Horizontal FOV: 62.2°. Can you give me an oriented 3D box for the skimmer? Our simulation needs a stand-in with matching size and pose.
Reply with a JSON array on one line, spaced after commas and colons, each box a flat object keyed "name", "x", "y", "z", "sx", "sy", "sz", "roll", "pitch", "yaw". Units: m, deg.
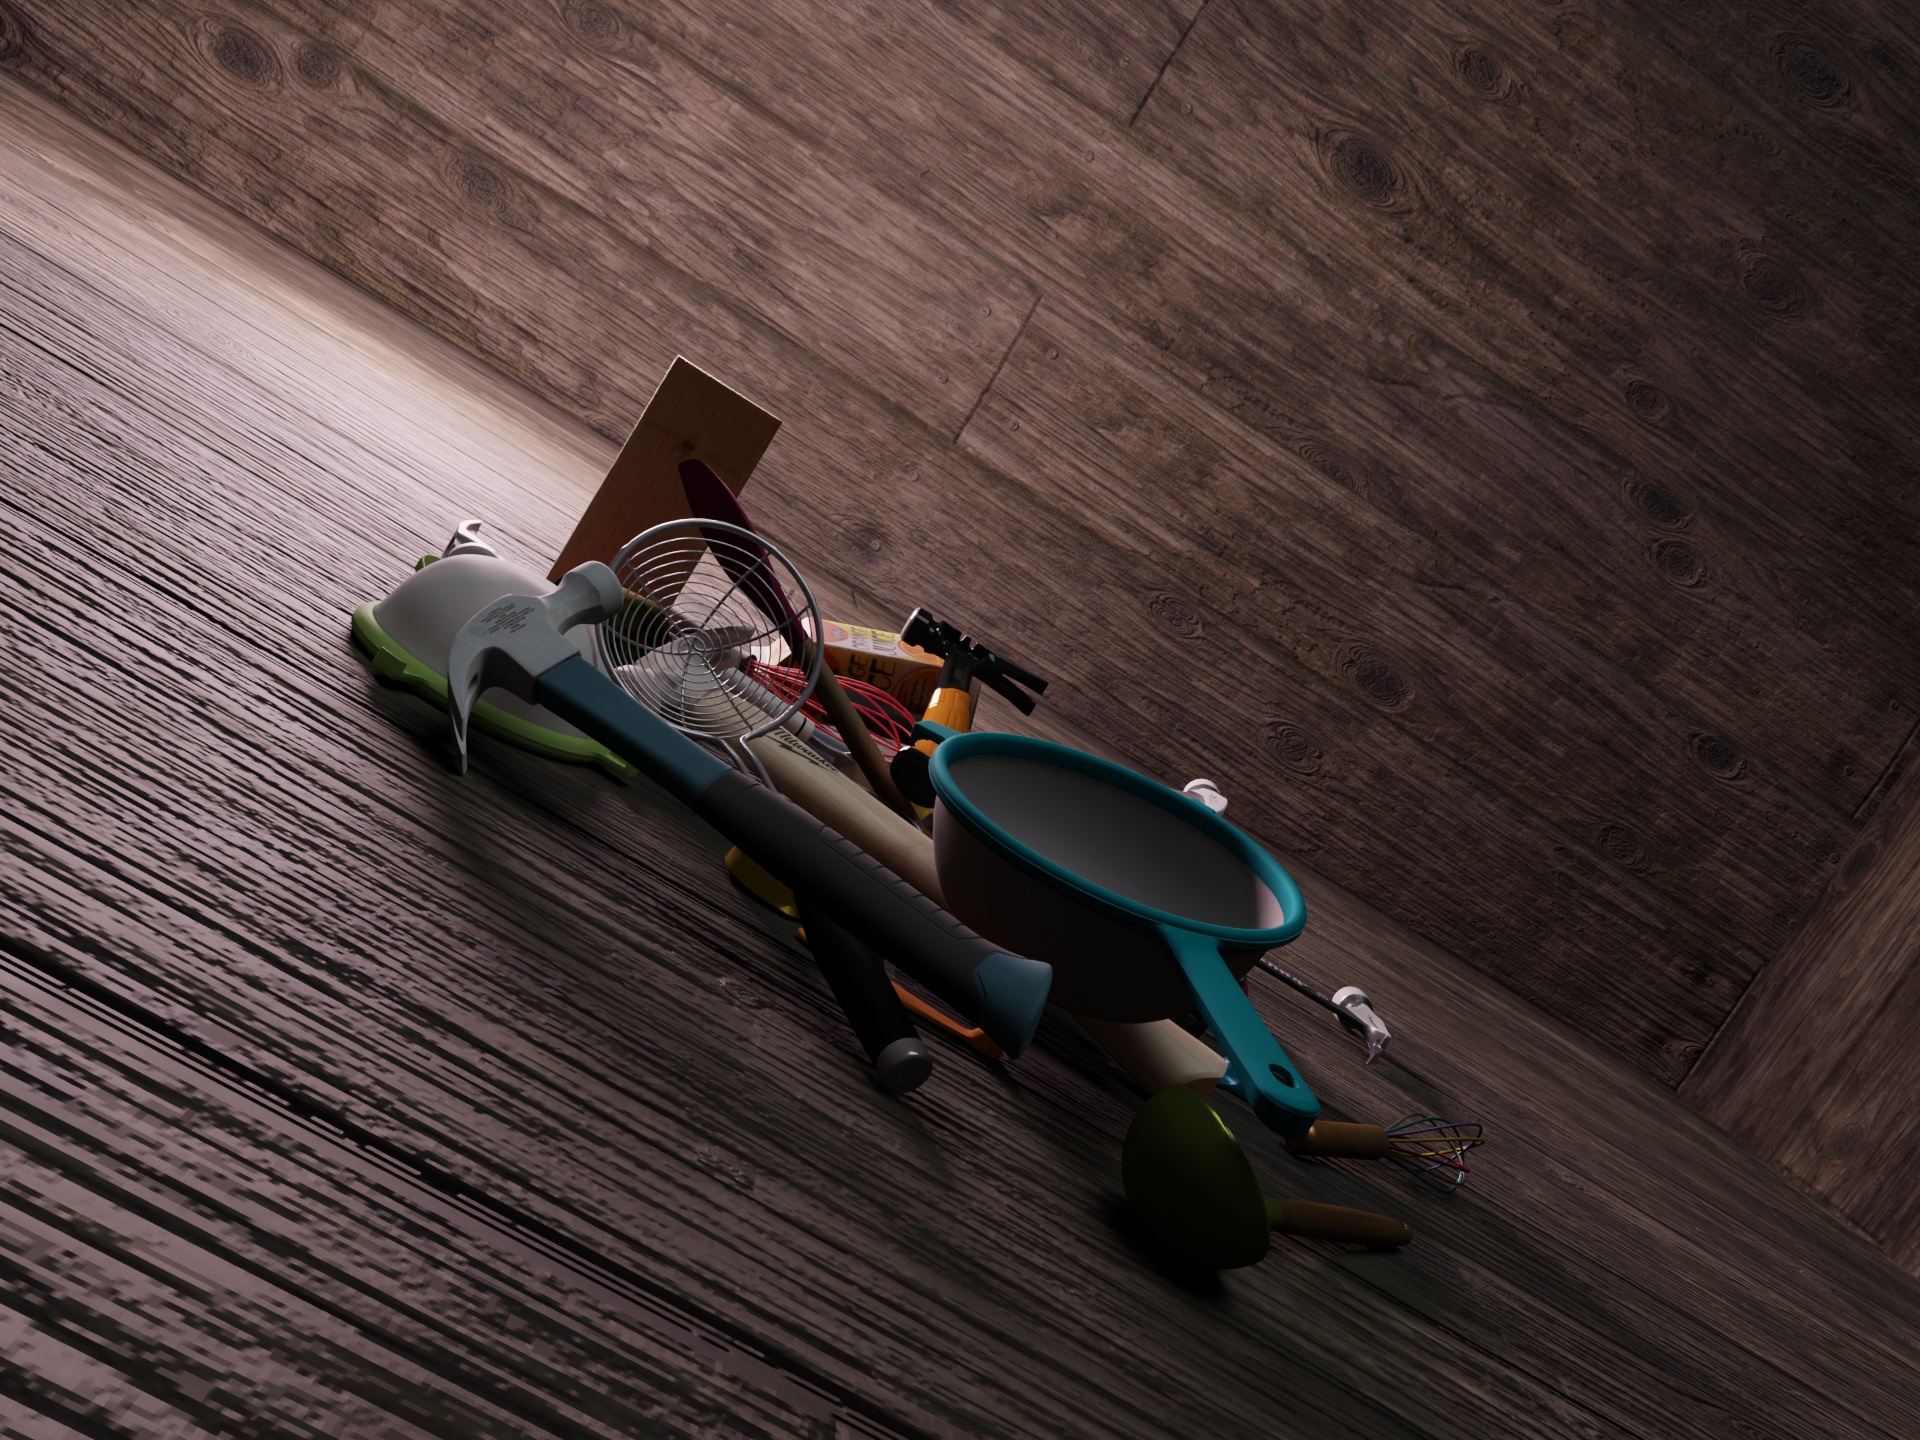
[{"name": "skimmer", "x": -0.085, "y": 0.022, "z": 0.766, "sx": 0.127, "sy": 0.090, "sz": 0.364, "roll": -2, "pitch": 33, "yaw": -26}]

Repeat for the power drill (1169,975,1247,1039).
[{"name": "power drill", "x": 0.134, "y": 0.157, "z": 1.098, "sx": 0.143, "sy": 0.078, "sz": 0.219, "roll": 33, "pitch": 3, "yaw": 8}]

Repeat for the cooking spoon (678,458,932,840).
[{"name": "cooking spoon", "x": -0.091, "y": -0.029, "z": 1.020, "sx": 0.069, "sy": 0.017, "sz": 0.318, "roll": 4, "pitch": -52, "yaw": 56}]

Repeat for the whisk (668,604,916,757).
[{"name": "whisk", "x": -0.153, "y": -0.034, "z": 1.261, "sx": 0.296, "sy": 0.073, "sz": 0.073, "roll": 28, "pitch": 4, "yaw": 19}]

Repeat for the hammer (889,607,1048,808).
[{"name": "hammer", "x": -0.002, "y": -0.004, "z": 1.159, "sx": 0.127, "sy": 0.034, "sz": 0.337, "roll": 30, "pitch": 17, "yaw": -5}]

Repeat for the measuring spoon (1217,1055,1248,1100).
[{"name": "measuring spoon", "x": 0.154, "y": 0.211, "z": 0.983, "sx": 0.128, "sy": 0.021, "sz": 0.042, "roll": 28, "pitch": 7, "yaw": -43}]

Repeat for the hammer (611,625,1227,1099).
[{"name": "hammer", "x": -0.018, "y": 0.081, "z": 0.930, "sx": 0.411, "sy": 0.038, "sz": 0.146, "roll": 37, "pitch": 26, "yaw": 10}]

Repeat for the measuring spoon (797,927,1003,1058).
[{"name": "measuring spoon", "x": -0.028, "y": 0.130, "z": 0.771, "sx": 0.117, "sy": 0.011, "sz": 0.021, "roll": 32, "pitch": 6, "yaw": -2}]

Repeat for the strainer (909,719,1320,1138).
[{"name": "strainer", "x": 0.081, "y": 0.120, "z": 0.782, "sx": 0.211, "sy": 0.095, "sz": 0.341, "roll": 17, "pitch": 19, "yaw": -20}]

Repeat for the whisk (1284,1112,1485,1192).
[{"name": "whisk", "x": 0.274, "y": 0.276, "z": 1.027, "sx": 0.047, "sy": 0.051, "sz": 0.244, "roll": 9, "pitch": -7, "yaw": 43}]

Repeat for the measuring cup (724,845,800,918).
[{"name": "measuring cup", "x": -0.052, "y": 0.096, "z": 0.836, "sx": 0.156, "sy": 0.029, "sz": 0.062, "roll": 29, "pitch": 7, "yaw": -29}]

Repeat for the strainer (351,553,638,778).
[{"name": "strainer", "x": -0.261, "y": -0.065, "z": 0.889, "sx": 0.151, "sy": 0.069, "sz": 0.257, "roll": 28, "pitch": 9, "yaw": -36}]

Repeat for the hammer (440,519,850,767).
[{"name": "hammer", "x": -0.188, "y": -0.029, "z": 1.137, "sx": 0.386, "sy": 0.038, "sz": 0.143, "roll": 30, "pitch": 5, "yaw": -21}]

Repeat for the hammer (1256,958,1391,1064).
[{"name": "hammer", "x": 0.216, "y": 0.189, "z": 1.441, "sx": 0.409, "sy": 0.036, "sz": 0.149, "roll": 31, "pitch": 7, "yaw": -6}]

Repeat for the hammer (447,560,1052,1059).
[{"name": "hammer", "x": -0.096, "y": 0.038, "z": 0.699, "sx": 0.331, "sy": 0.033, "sz": 0.128, "roll": 33, "pitch": 44, "yaw": 20}]

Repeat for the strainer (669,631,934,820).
[{"name": "strainer", "x": -0.103, "y": 0.014, "z": 1.076, "sx": 0.258, "sy": 0.050, "sz": 0.087, "roll": 36, "pitch": -25, "yaw": -19}]

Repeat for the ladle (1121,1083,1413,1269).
[{"name": "ladle", "x": 0.167, "y": 0.229, "z": 0.757, "sx": 0.319, "sy": 0.062, "sz": 0.078, "roll": 29, "pitch": 20, "yaw": -51}]

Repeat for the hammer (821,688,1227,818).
[{"name": "hammer", "x": 0.050, "y": 0.035, "z": 1.280, "sx": 0.335, "sy": 0.035, "sz": 0.146, "roll": 17, "pitch": 12, "yaw": 4}]

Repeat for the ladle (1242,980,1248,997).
[{"name": "ladle", "x": 0.115, "y": 0.124, "z": 1.239, "sx": 0.315, "sy": 0.031, "sz": 0.069, "roll": 39, "pitch": 11, "yaw": -14}]
